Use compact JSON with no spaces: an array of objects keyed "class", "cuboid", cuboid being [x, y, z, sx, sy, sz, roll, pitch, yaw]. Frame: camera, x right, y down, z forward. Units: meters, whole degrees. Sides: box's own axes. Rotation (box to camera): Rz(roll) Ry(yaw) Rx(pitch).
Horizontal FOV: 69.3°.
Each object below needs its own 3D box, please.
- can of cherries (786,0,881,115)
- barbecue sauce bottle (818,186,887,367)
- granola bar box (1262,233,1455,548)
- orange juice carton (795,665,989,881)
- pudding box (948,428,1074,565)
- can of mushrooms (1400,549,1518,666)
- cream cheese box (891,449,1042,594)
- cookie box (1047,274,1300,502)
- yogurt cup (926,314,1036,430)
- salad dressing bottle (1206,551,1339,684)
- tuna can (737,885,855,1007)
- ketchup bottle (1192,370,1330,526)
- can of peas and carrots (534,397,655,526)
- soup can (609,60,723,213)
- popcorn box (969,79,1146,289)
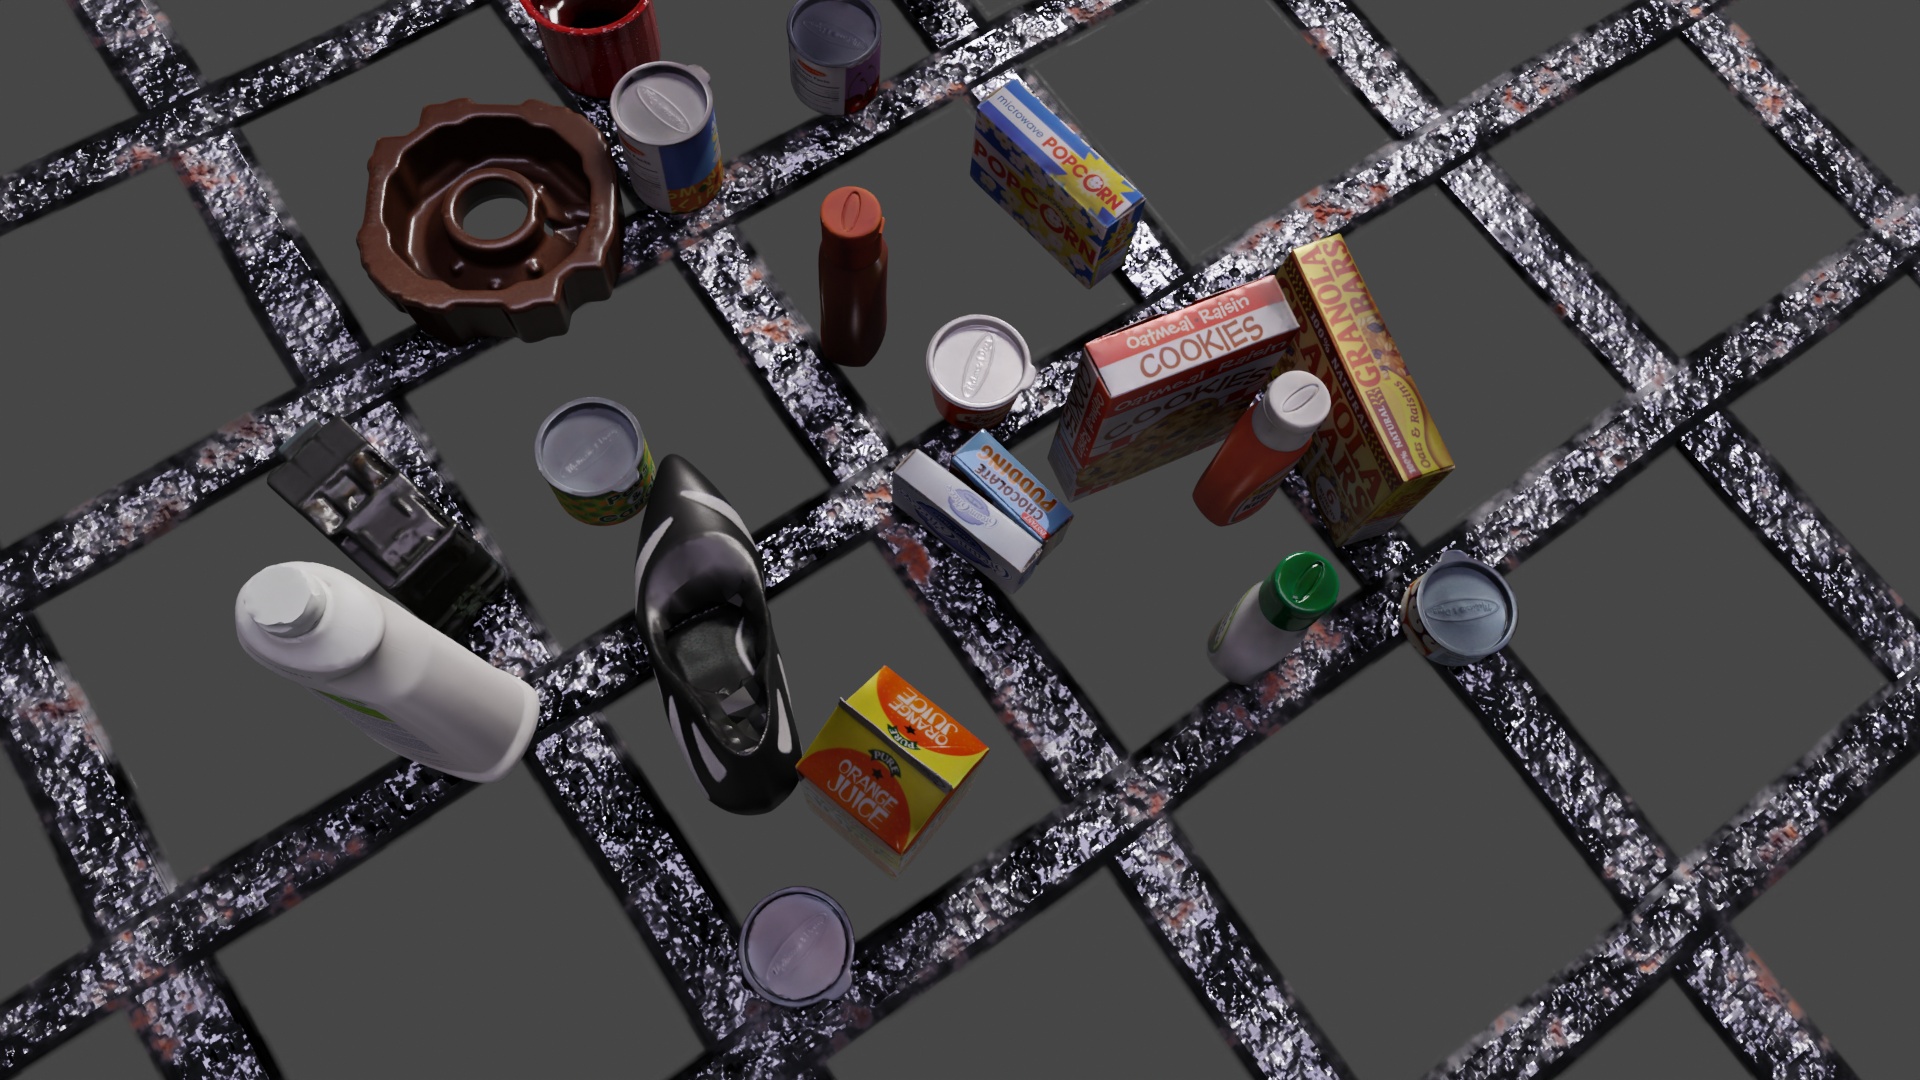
[{"class":"can of cherries","cuboid":[-0.088,-0.349,0.992,0.071,0.058,0.071,1,71,-4]},{"class":"barbecue sauce bottle","cuboid":[-0.068,-0.169,0.882,0.044,0.148,0.065,11,71,0]},{"class":"granola bar box","cuboid":[0.242,-0.092,0.890,0.039,0.123,0.166,-17,73,-10]},{"class":"orange juice carton","cuboid":[-0.038,0.127,0.756,0.072,0.192,0.073,38,73,9]},{"class":"pudding box","cuboid":[0.031,-0.027,0.891,0.084,0.049,0.030,44,74,11]},{"class":"can of mushrooms","cuboid":[0.320,0.044,0.895,0.071,0.033,0.071,1,71,-4]},{"class":"cream cheese box","cuboid":[0.003,-0.011,0.882,0.104,0.053,0.024,38,73,9]},{"class":"cookie box","cuboid":[0.125,-0.090,0.858,0.123,0.167,0.040,-22,74,-11]},{"class":"yogurt cup","cuboid":[0.010,-0.107,0.916,0.072,0.053,0.072,1,71,-4]},{"class":"salad dressing bottle","cuboid":[0.185,0.046,0.825,0.044,0.147,0.064,37,73,9]},{"class":"tuna can","cuboid":[-0.092,0.236,0.799,0.071,0.032,0.071,1,71,-4]},{"class":"ketchup bottle","cuboid":[0.188,-0.058,0.861,0.065,0.148,0.043,-36,77,-15]},{"class":"can of peas and carrots","cuboid":[-0.227,-0.047,0.875,0.071,0.058,0.071,1,71,-4]},{"class":"soup can","cuboid":[-0.195,-0.274,0.944,0.071,0.083,0.071,1,71,-4]},{"class":"popcorn box","cuboid":[0.063,-0.243,0.951,0.038,0.085,0.127,-41,78,-15]}]
